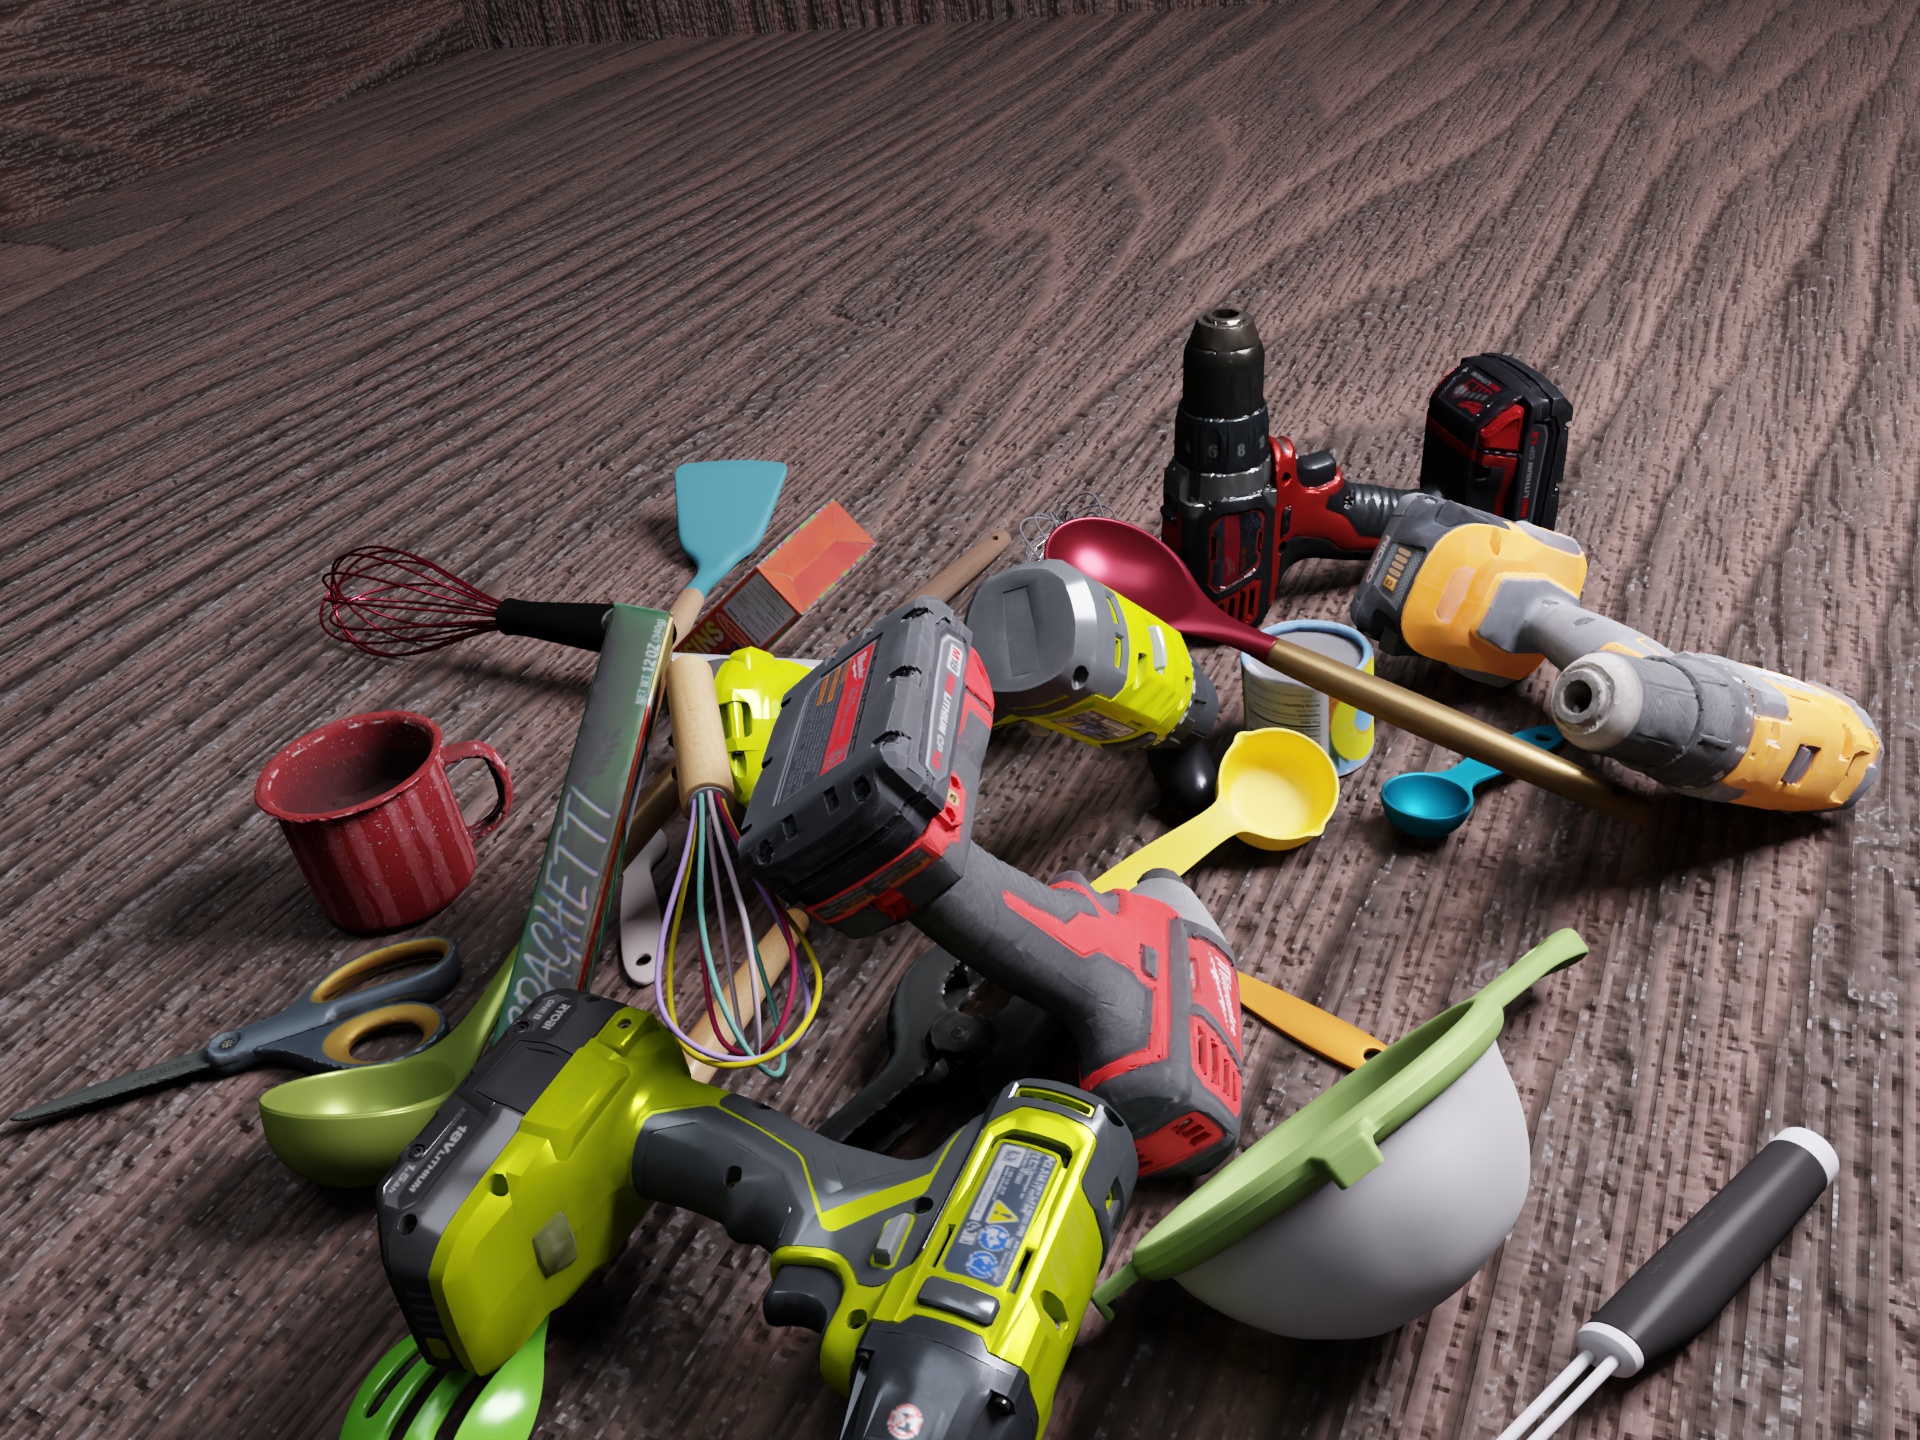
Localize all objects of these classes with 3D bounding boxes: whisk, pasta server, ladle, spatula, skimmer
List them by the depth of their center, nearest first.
[{"bbox_3d":[0.148,0.199,0.474,0.363,0.090,0.127,-27,8,-28],"label":"skimmer"},{"bbox_3d":[-0.091,0.045,0.612,0.047,0.051,0.245,-40,34,13],"label":"whisk"},{"bbox_3d":[-0.188,0.080,0.731,0.078,0.062,0.320,1,41,37],"label":"ladle"},{"bbox_3d":[0.173,-0.024,0.756,0.316,0.031,0.069,28,54,28],"label":"ladle"},{"bbox_3d":[0.089,-0.040,0.885,0.070,0.070,0.285,-13,39,-5],"label":"whisk"},{"bbox_3d":[-0.056,-0.046,0.941,0.060,0.040,0.316,29,45,19],"label":"pasta server"},{"bbox_3d":[-0.297,-0.068,0.998,0.296,0.073,0.073,8,37,28],"label":"whisk"},{"bbox_3d":[-0.181,-0.074,1.010,0.082,0.044,0.318,1,36,9],"label":"spatula"}]

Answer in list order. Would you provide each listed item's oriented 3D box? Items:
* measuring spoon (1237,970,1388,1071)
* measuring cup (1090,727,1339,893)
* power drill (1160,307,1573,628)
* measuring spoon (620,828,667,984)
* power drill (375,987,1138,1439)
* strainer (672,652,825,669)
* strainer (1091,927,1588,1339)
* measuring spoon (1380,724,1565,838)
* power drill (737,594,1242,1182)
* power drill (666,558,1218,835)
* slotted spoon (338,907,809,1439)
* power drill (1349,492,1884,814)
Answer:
[{"bbox_3d":[0.136,0.119,0.667,0.021,0.011,0.117,-32,40,-31],"label":"measuring spoon"},{"bbox_3d":[0.109,0.061,0.751,0.156,0.029,0.062,-33,70,-10],"label":"measuring cup"},{"bbox_3d":[0.222,-0.151,0.899,0.226,0.187,0.080,-11,34,-10],"label":"power drill"},{"bbox_3d":[-0.161,0.085,0.788,0.034,0.018,0.124,-14,34,-6],"label":"measuring spoon"},{"bbox_3d":[-0.071,0.177,0.529,0.223,0.080,0.171,10,37,21],"label":"power drill"},{"bbox_3d":[-0.059,-0.022,0.862,0.258,0.050,0.087,3,30,-4],"label":"strainer"},{"bbox_3d":[0.172,0.146,0.563,0.256,0.151,0.069,-21,69,-40],"label":"strainer"},{"bbox_3d":[0.253,0.030,0.774,0.128,0.021,0.042,-21,33,-32],"label":"measuring spoon"},{"bbox_3d":[0.027,0.064,0.609,0.078,0.219,0.143,-33,27,28],"label":"power drill"},{"bbox_3d":[-0.001,-0.002,0.745,0.228,0.190,0.080,-14,74,26],"label":"power drill"},{"bbox_3d":[-0.137,0.177,0.638,0.070,0.031,0.314,9,36,21],"label":"slotted spoon"},{"bbox_3d":[0.284,-0.032,0.743,0.185,0.084,0.226,8,22,-34],"label":"power drill"}]
